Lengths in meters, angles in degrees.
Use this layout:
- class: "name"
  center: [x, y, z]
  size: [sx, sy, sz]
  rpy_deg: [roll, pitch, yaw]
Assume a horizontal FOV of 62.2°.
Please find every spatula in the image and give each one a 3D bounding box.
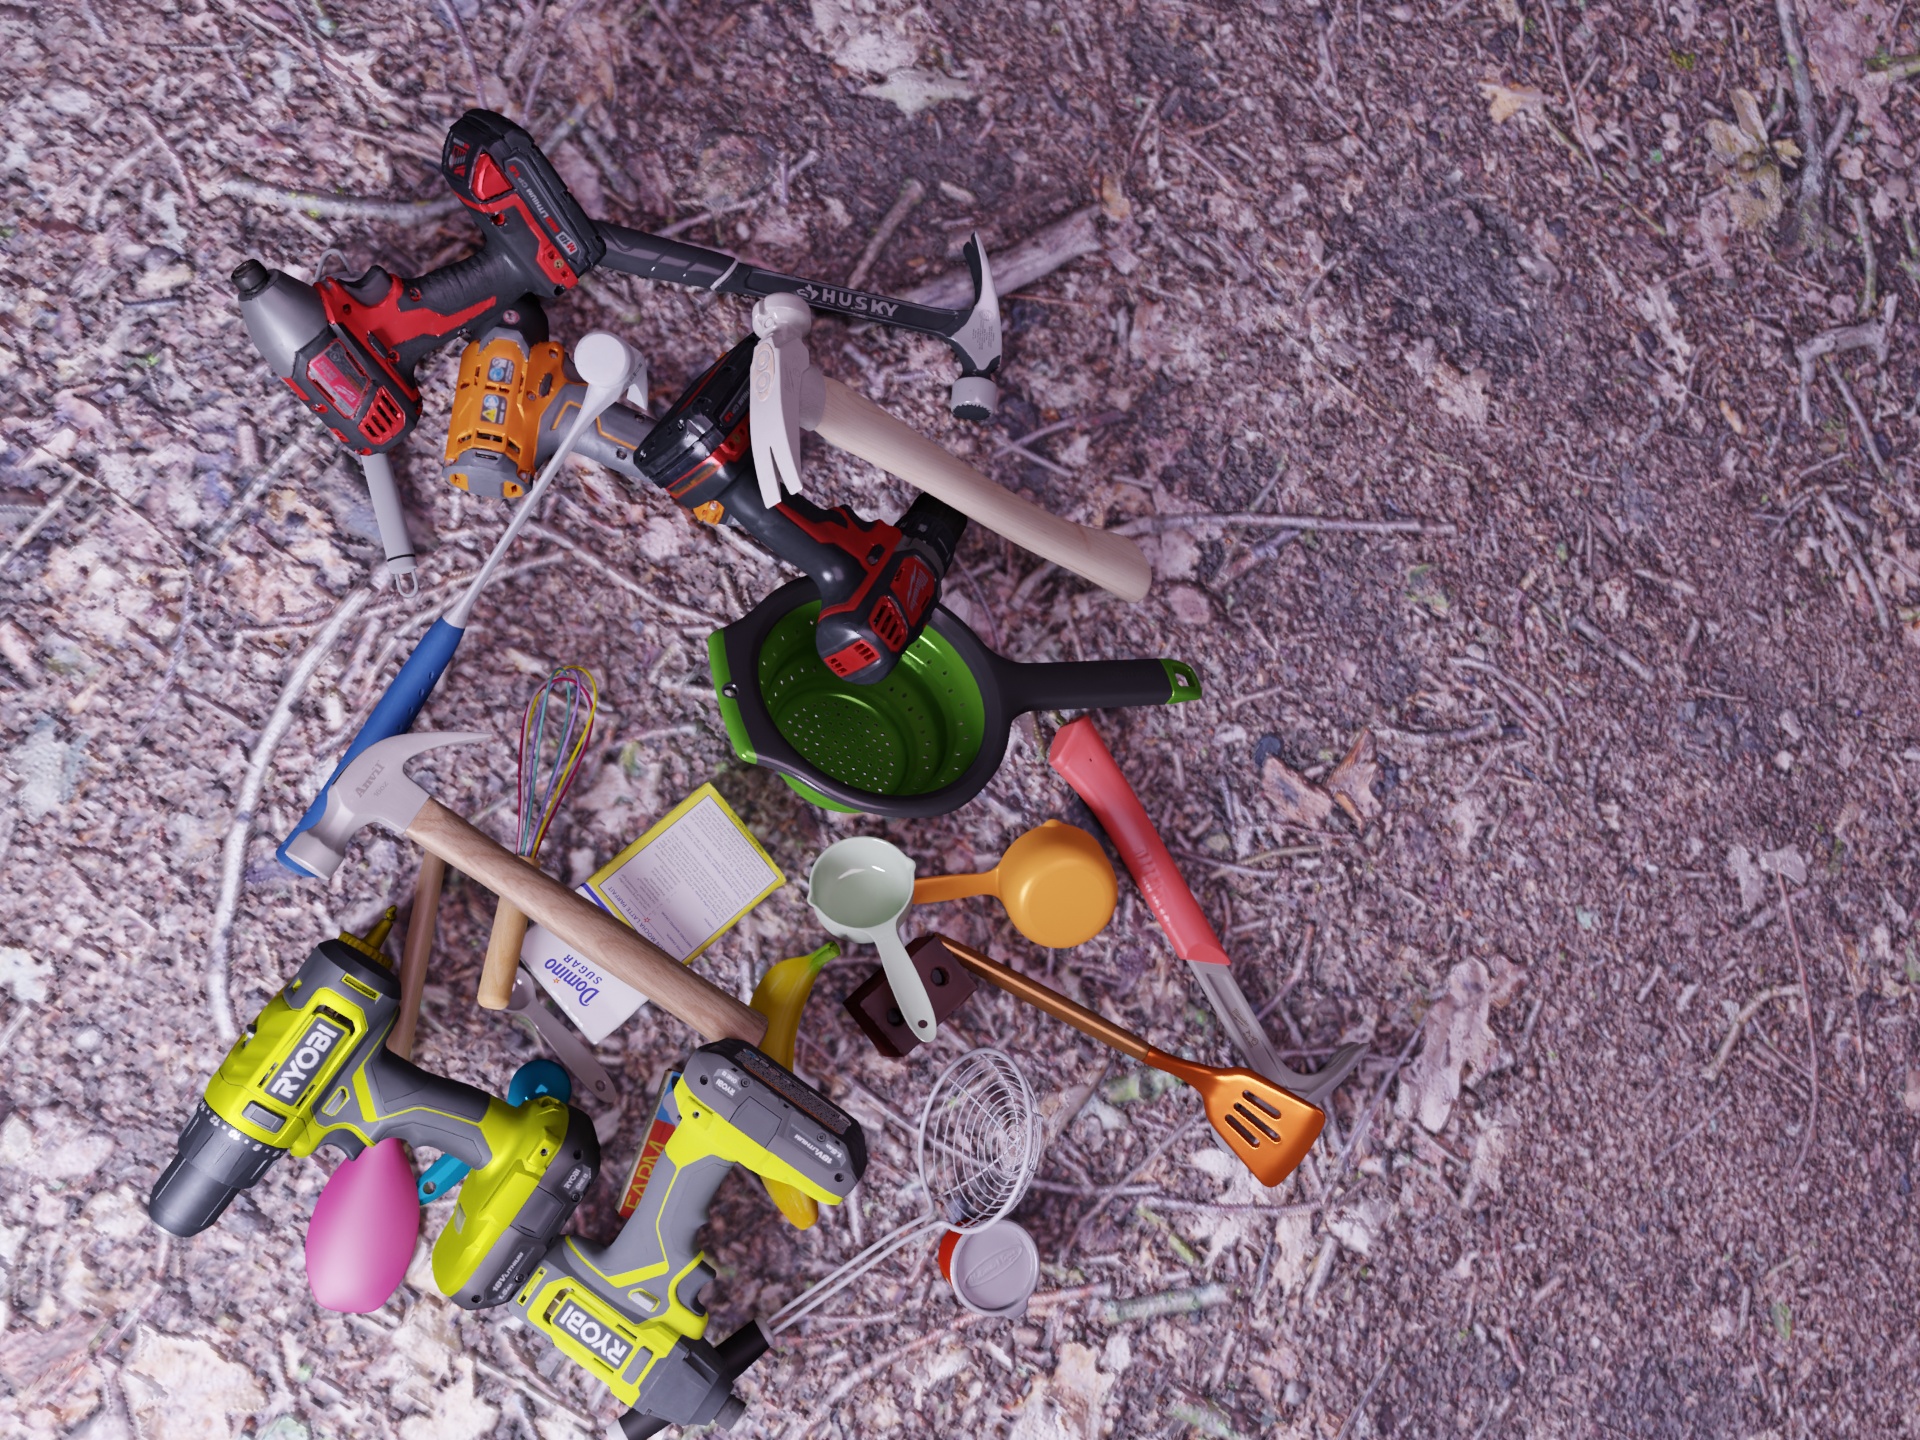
- class: "spatula"
  center: [0.118, 0.244, 1.199]
  size: [0.322, 0.041, 0.081]
  rpy_deg: [28, 112, -4]

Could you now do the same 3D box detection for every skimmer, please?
- class: "skimmer"
  center: [-0.095, 0.367, 1.098]
  size: [0.363, 0.127, 0.090]
  rpy_deg: [-33, 123, -14]

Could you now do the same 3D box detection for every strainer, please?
- class: "strainer"
  center: [-0.414, -0.212, 1.108]
  size: [0.087, 0.050, 0.258]
  rpy_deg: [-14, 90, -5]

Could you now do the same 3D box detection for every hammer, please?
- class: "hammer"
  center: [-0.160, -0.343, 1.219]
  size: [0.408, 0.036, 0.149]
  rpy_deg: [9, 78, -17]
- class: "hammer"
  center: [-0.260, 0.124, 1.045]
  size: [0.331, 0.031, 0.130]
  rpy_deg: [39, 68, -22]
- class: "hammer"
  center: [0.183, 0.153, 1.258]
  size: [0.149, 0.037, 0.359]
  rpy_deg: [-31, 93, -21]
- class: "hammer"
  center: [0.010, -0.154, 1.140]
  size: [0.410, 0.038, 0.146]
  rpy_deg: [22, 56, -45]
- class: "hammer"
  center: [-0.323, -0.074, 1.042]
  size: [0.035, 0.144, 0.405]
  rpy_deg: [34, 95, -7]

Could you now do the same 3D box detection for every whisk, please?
- class: "whisk"
  center: [-0.288, 0.073, 1.079]
  size: [0.047, 0.051, 0.245]
  rpy_deg: [9, 69, -5]

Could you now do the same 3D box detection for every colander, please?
- class: "colander"
  center: [-0.002, -0.004, 1.183]
  size: [0.397, 0.094, 0.205]
  rpy_deg: [-3, 59, -28]

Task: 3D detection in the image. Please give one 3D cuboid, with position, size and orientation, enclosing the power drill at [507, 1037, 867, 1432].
- class: "power drill"
  center: [-0.166, 0.339, 1.042]
  size: [0.171, 0.080, 0.223]
  rpy_deg: [35, 90, 4]

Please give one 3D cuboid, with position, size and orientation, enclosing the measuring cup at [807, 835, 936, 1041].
- class: "measuring cup"
  center: [-0.054, 0.162, 1.139]
  size: [0.083, 0.038, 0.168]
  rpy_deg: [-19, 61, -13]

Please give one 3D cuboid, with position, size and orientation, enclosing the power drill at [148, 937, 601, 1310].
- class: "power drill"
  center: [-0.363, 0.272, 0.996]
  size: [0.228, 0.080, 0.190]
  rpy_deg: [39, 79, -24]

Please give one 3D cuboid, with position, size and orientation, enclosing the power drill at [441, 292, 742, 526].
- class: "power drill"
  center: [-0.246, -0.231, 1.148]
  size: [0.226, 0.084, 0.164]
  rpy_deg: [8, 78, -14]

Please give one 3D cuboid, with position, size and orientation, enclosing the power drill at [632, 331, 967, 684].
- class: "power drill"
  center: [-0.093, -0.157, 1.101]
  size: [0.226, 0.080, 0.188]
  rpy_deg: [46, 47, -20]

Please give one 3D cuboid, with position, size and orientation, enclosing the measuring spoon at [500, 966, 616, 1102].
- class: "measuring spoon"
  center: [-0.283, 0.220, 1.098]
  size: [0.124, 0.018, 0.034]
  rpy_deg: [51, 36, -11]

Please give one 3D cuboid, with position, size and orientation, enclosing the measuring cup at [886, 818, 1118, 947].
- class: "measuring cup"
  center: [0.034, 0.131, 1.189]
  size: [0.173, 0.052, 0.095]
  rpy_deg: [-5, 110, -11]

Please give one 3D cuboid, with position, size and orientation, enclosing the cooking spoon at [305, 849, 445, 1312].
- class: "cooking spoon"
  center: [-0.377, 0.228, 1.060]
  size: [0.068, 0.017, 0.319]
  rpy_deg: [9, 78, -11]

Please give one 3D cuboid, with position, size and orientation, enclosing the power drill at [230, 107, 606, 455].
- class: "power drill"
  center: [-0.356, -0.291, 1.039]
  size: [0.219, 0.079, 0.143]
  rpy_deg: [-44, 135, -9]

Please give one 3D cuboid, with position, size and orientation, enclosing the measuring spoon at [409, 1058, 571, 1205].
- class: "measuring spoon"
  center: [-0.317, 0.280, 1.071]
  size: [0.128, 0.021, 0.042]
  rpy_deg: [-41, 96, -20]
